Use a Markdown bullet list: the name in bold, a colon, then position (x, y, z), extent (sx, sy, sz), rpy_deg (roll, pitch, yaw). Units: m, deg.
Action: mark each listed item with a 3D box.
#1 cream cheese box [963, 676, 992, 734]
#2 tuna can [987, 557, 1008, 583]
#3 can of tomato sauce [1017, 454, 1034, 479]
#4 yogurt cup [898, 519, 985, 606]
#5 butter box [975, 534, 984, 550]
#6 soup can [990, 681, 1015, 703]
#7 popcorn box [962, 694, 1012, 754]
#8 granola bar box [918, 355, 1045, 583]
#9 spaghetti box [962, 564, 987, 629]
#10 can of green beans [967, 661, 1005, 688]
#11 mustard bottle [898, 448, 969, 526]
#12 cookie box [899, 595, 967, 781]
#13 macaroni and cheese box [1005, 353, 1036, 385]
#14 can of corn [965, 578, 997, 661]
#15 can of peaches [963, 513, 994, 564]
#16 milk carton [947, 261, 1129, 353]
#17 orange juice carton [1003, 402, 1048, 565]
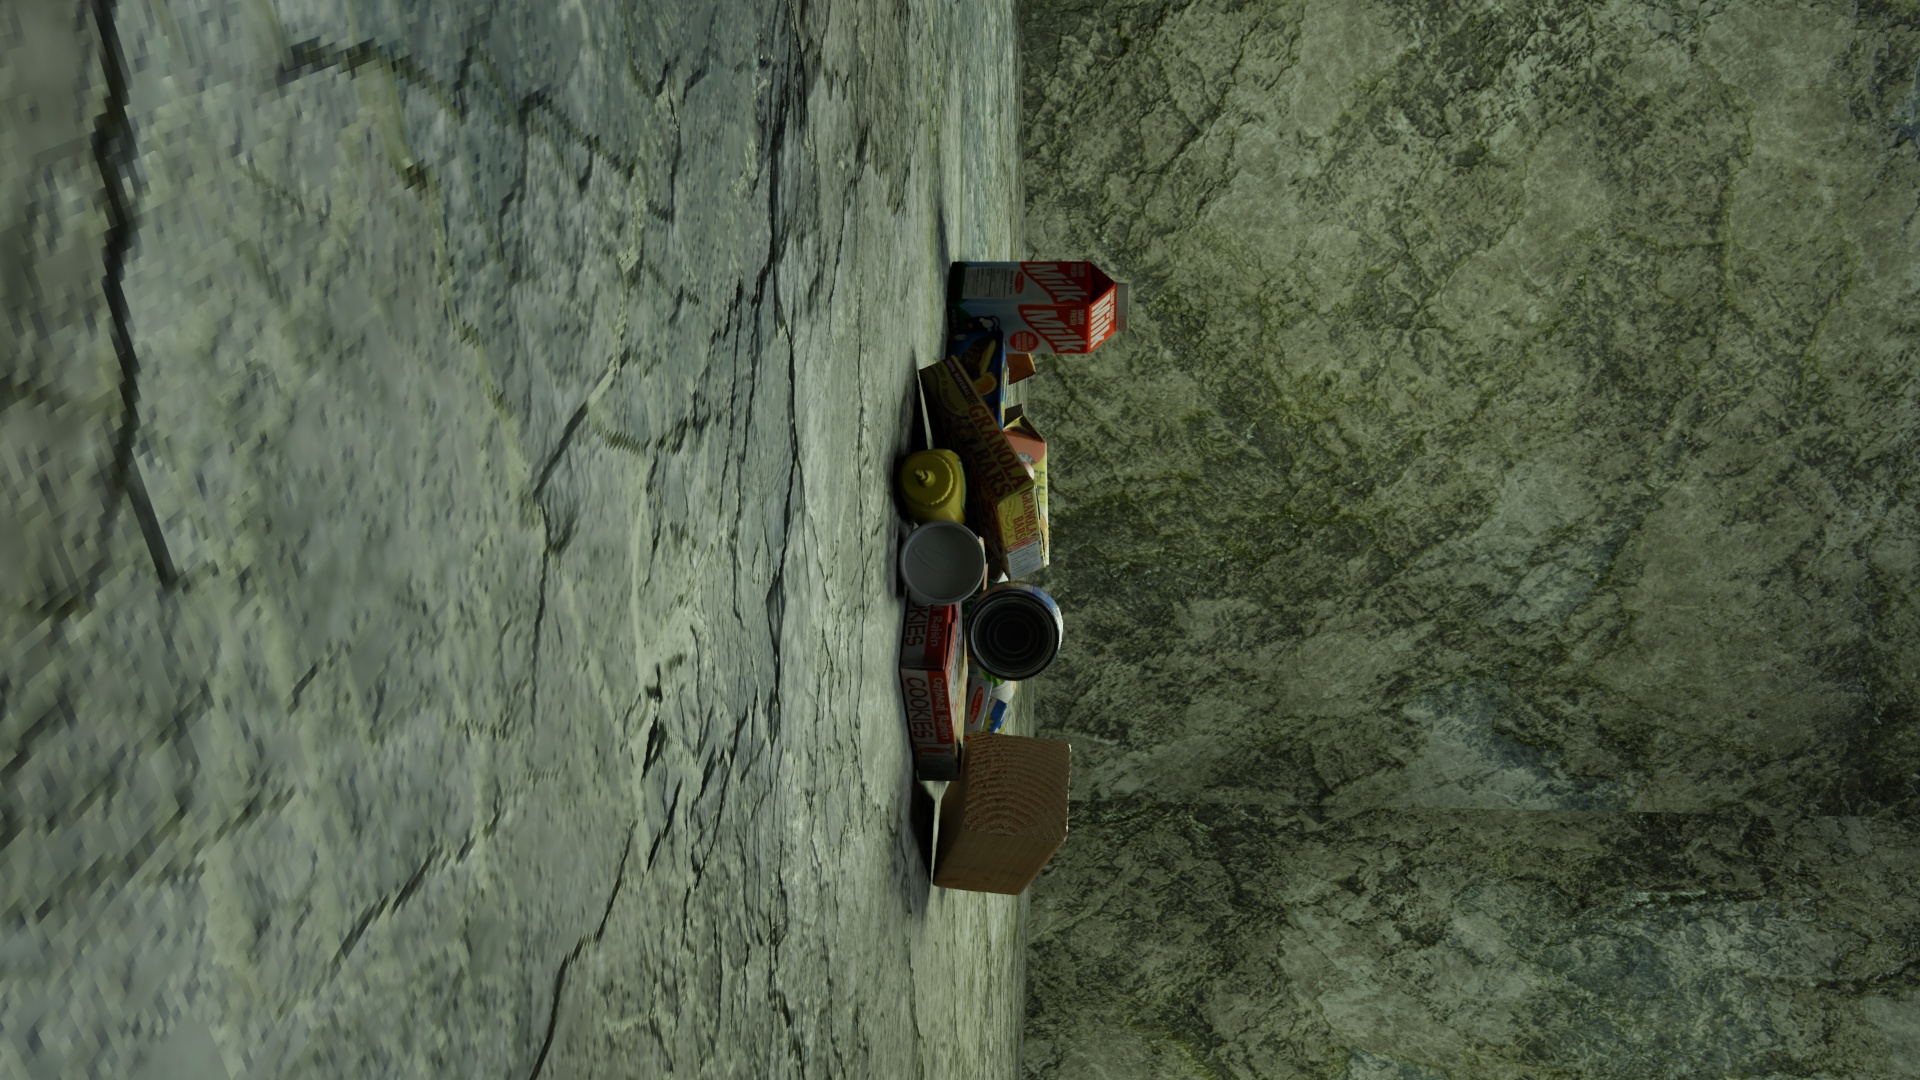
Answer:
- **cream cheese box**: position (0.003, 0.158, 1.331), extent (0.103, 0.024, 0.053), rpy_deg (156, -50, -77)
- **tuna can**: position (0.016, 0.031, 1.455), extent (0.032, 0.071, 0.071), rpy_deg (67, 23, -60)
- **can of tomato sauce**: position (0.036, -0.049, 1.487), extent (0.071, 0.071, 0.083), rpy_deg (82, 31, -60)
- **yogurt cup**: position (-0.016, 0.021, 1.109), extent (0.054, 0.072, 0.072), rpy_deg (108, -16, -79)
- **butter box**: position (-0.008, 0.008, 1.239), extent (0.103, 0.053, 0.024), rpy_deg (19, 70, -85)
- **soup can**: position (0.029, 0.143, 1.599), extent (0.083, 0.071, 0.072), rpy_deg (85, 7, -50)
- **popcorn box**: position (0.017, 0.203, 1.438), extent (0.085, 0.038, 0.126), rpy_deg (-62, 171, -7)
- **granola bar box**: position (0.020, -0.063, 1.212), extent (0.123, 0.039, 0.166), rpy_deg (79, -15, -55)
- **spaghetti box**: position (0.005, -0.018, 1.403), extent (0.028, 0.050, 0.251), rpy_deg (82, 10, -52)
- **can of green beans**: position (0.019, 0.117, 1.468), extent (0.071, 0.071, 0.057), rpy_deg (-81, 170, -58)
- **mustard bottle**: position (-0.022, -0.043, 1.108), extent (0.160, 0.049, 0.065), rpy_deg (28, 57, -84)
- **cookie box**: position (-0.019, 0.110, 1.192), extent (0.166, 0.040, 0.123), rpy_deg (85, 8, -48)
- **macaroni and cheese box**: position (0.050, -0.261, 1.693), extent (0.167, 0.040, 0.123), rpy_deg (-83, 151, -78)
- **can of corn**: position (0.013, 0.080, 1.407), extent (0.058, 0.071, 0.070), rpy_deg (-75, 165, -49)
- **can of peaches**: position (0.008, -0.011, 1.319), extent (0.058, 0.071, 0.071), rpy_deg (-78, 167, -72)
- **milk carton**: position (0.085, -0.250, 1.492), extent (0.072, 0.191, 0.074), rpy_deg (84, 8, -51)
- **orange juice carton**: position (0.052, -0.062, 1.621), extent (0.071, 0.073, 0.193), rpy_deg (-17, -111, 51)
